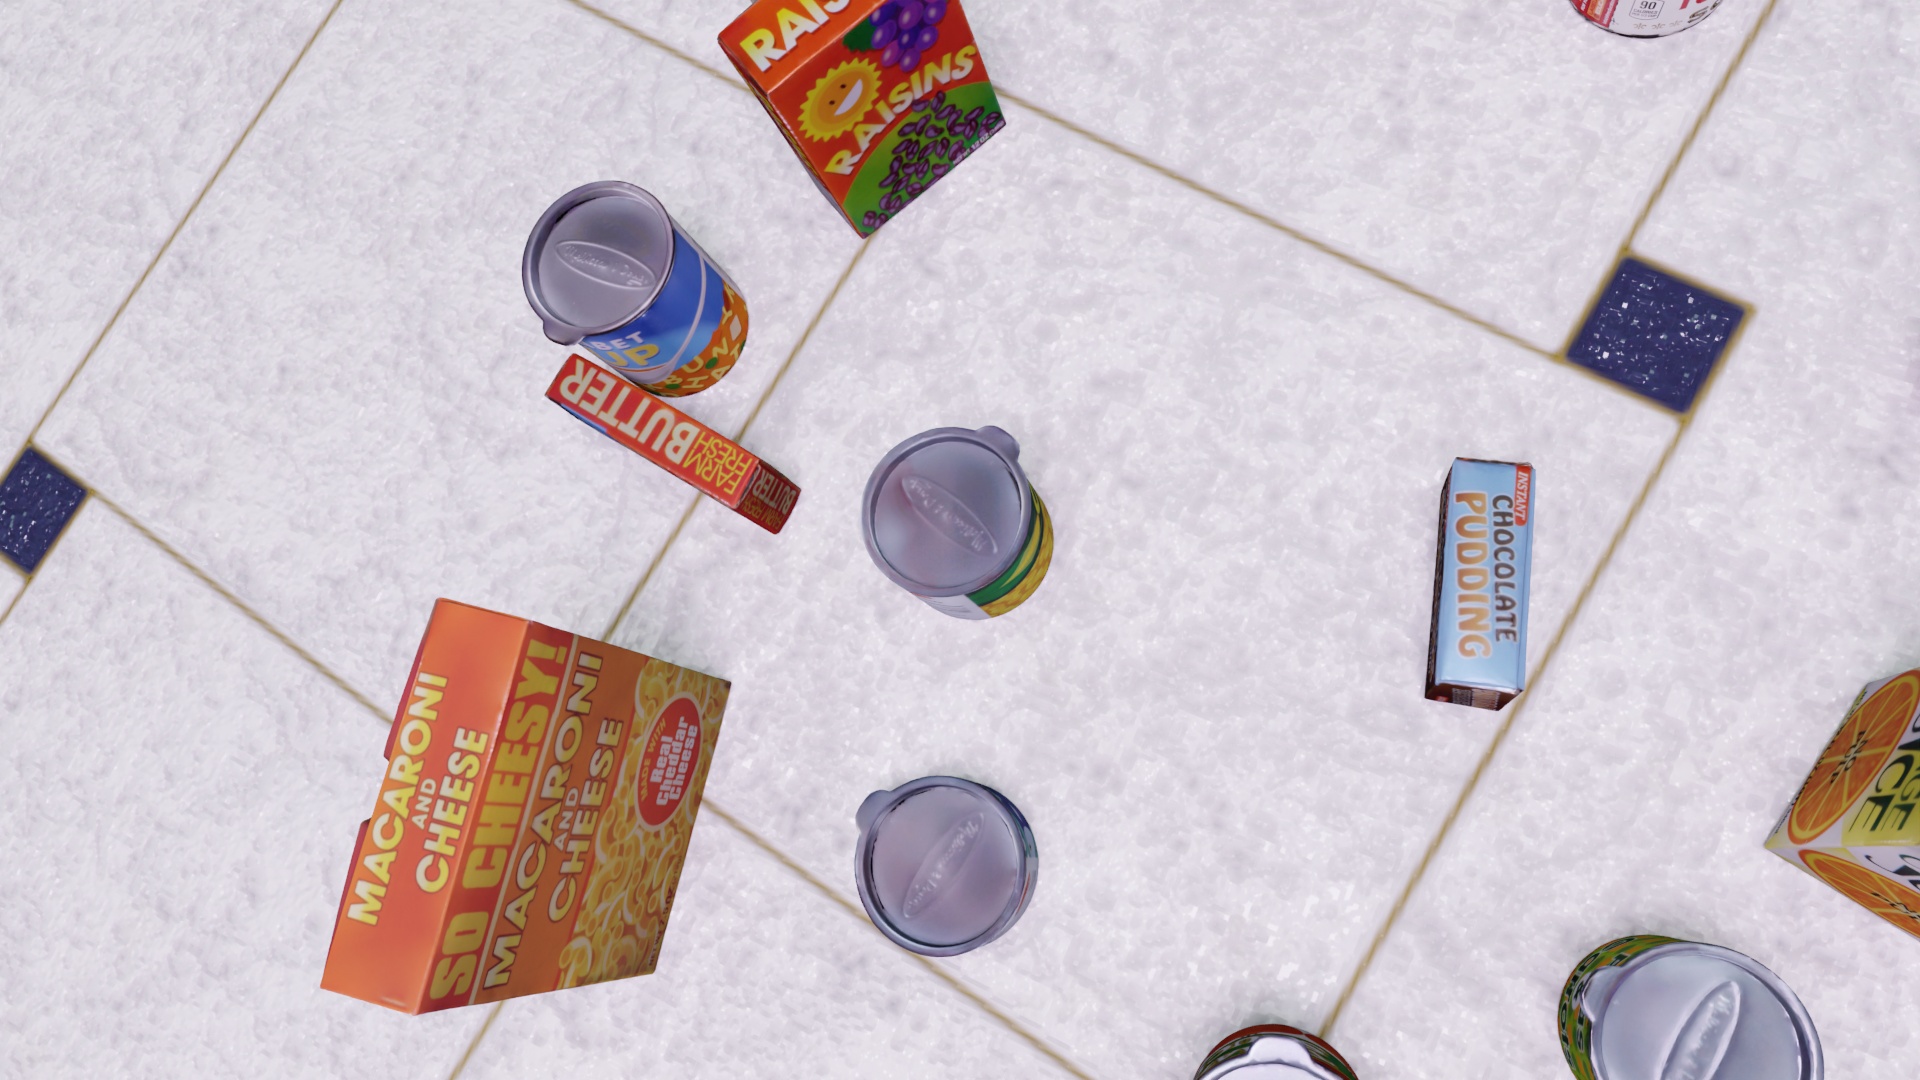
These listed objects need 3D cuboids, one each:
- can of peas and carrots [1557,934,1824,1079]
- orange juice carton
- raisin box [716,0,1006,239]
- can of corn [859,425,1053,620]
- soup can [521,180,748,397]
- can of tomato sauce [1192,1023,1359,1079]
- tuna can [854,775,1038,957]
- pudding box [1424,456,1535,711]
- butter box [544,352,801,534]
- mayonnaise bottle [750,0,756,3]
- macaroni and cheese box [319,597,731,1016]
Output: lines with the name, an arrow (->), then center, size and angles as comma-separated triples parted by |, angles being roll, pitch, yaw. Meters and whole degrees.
can of peas and carrots -> 0.232, 0.163, 0.454 | 0.071, 0.058, 0.071 | -3, 76, 12
orange juice carton -> 0.307, 0.076, 0.387 | 0.073, 0.192, 0.072 | 34, 86, 18
raisin box -> -0.035, -0.187, 0.566 | 0.086, 0.123, 0.040 | -38, 72, 2
can of corn -> 0.002, -0.007, 0.548 | 0.071, 0.058, 0.071 | -3, 76, 12
soup can -> -0.136, -0.101, 0.589 | 0.071, 0.083, 0.071 | -3, 76, 12
can of tomato sauce -> 0.105, 0.197, 0.462 | 0.071, 0.083, 0.071 | -3, 76, 12
tuna can -> -0.007, 0.123, 0.532 | 0.071, 0.033, 0.071 | -3, 76, 12
pudding box -> 0.188, 0.017, 0.504 | 0.030, 0.049, 0.084 | 6, 78, 14
butter box -> -0.120, -0.040, 0.586 | 0.103, 0.053, 0.024 | 29, 85, 18
mayonnaise bottle -> -0.082, -0.255, 0.580 | 0.041, 0.148, 0.065 | -41, 72, 1
macaroni and cheese box -> -0.146, 0.097, 0.499 | 0.040, 0.166, 0.124 | 10, 80, 15
